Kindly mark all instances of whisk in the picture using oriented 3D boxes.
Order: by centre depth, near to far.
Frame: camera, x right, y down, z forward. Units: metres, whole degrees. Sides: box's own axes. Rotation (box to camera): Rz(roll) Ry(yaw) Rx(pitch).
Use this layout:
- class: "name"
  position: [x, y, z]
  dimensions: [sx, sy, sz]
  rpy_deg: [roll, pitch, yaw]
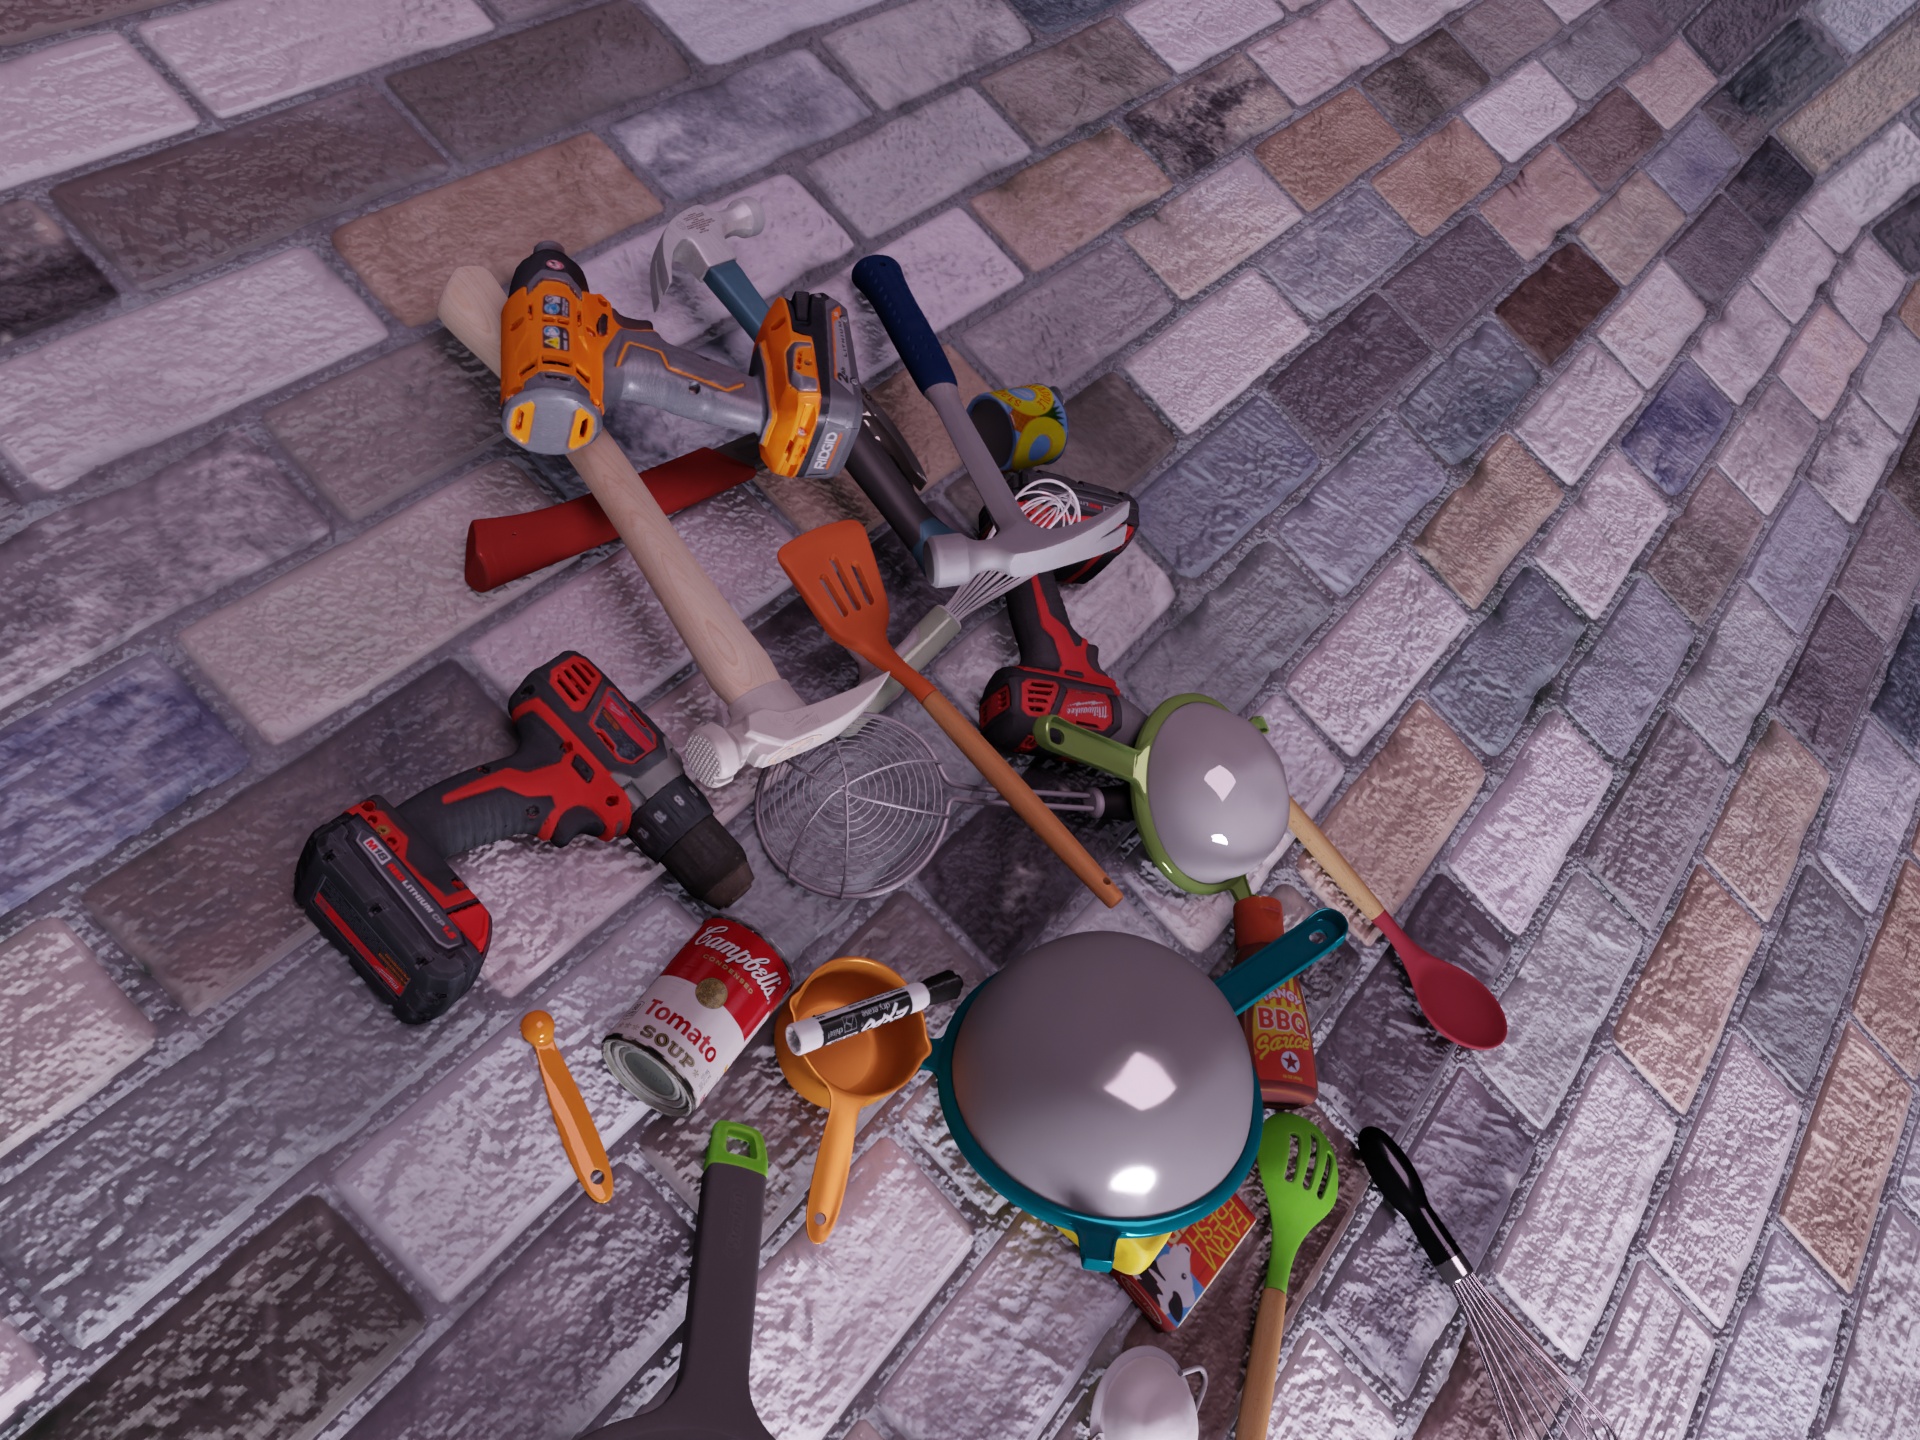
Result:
- class: "whisk"
  position: [0.363, 0.410, 1.106]
  dimensions: [0.070, 0.070, 0.285]
  rpy_deg: [-19, 70, -36]
- class: "whisk"
  position: [-0.003, -0.079, 1.121]
  dimensions: [0.246, 0.058, 0.059]
  rpy_deg: [-46, 117, -12]

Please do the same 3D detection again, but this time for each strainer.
- class: "strainer"
  position: [0.062, 0.439, 0.925]
  dimensions: [0.258, 0.050, 0.087]
  rpy_deg: [-15, 86, -32]
- class: "strainer"
  position: [0.144, 0.181, 1.023]
  dimensions: [0.340, 0.095, 0.211]
  rpy_deg: [-26, 53, -31]
- class: "strainer"
  position: [0.160, 0.036, 1.130]
  dimensions: [0.256, 0.069, 0.151]
  rpy_deg: [21, 69, -40]

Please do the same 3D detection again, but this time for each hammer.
- class: "hammer"
  position: [-0.212, -0.146, 1.046]
  dimensions: [0.146, 0.038, 0.411]
  rpy_deg: [-25, 72, -38]
- class: "hammer"
  position: [-0.186, -0.163, 1.122]
  dimensions: [0.359, 0.036, 0.149]
  rpy_deg: [-33, 83, -39]
- class: "hammer"
  position: [-0.005, -0.235, 1.168]
  dimensions: [0.144, 0.035, 0.406]
  rpy_deg: [-9, 44, -14]
- class: "hammer"
  position: [-0.109, -0.244, 1.171]
  dimensions: [0.128, 0.033, 0.331]
  rpy_deg: [-33, 83, -40]

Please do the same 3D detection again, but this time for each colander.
- class: "colander"
  position: [-0.144, 0.393, 0.812]
  dimensions: [0.204, 0.094, 0.398]
  rpy_deg: [21, 37, -18]

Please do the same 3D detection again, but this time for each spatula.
- class: "spatula"
  position: [-0.002, -0.003, 1.052]
  dimensions: [0.081, 0.041, 0.323]
  rpy_deg: [-29, 69, -42]

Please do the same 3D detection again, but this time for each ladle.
- class: "ladle"
  position: [0.310, 0.132, 1.248]
  dimensions: [0.315, 0.031, 0.069]
  rpy_deg: [50, 49, 6]

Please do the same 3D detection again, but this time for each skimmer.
- class: "skimmer"
  position: [0.031, 0.063, 1.124]
  dimensions: [0.363, 0.090, 0.127]
  rpy_deg: [5, 67, -39]

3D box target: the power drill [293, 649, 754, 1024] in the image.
- class: "power drill"
  position: [-0.244, 0.079, 0.930]
  dimensions: [0.188, 0.080, 0.227]
  rpy_deg: [48, 48, 1]

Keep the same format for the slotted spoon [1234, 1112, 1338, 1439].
- class: "slotted spoon"
  position: [0.202, 0.398, 1.036]
  dimensions: [0.070, 0.031, 0.314]
  rpy_deg: [29, 54, -13]

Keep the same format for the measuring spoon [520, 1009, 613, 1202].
- class: "measuring spoon"
  position: [-0.222, 0.217, 0.902]
  dimensions: [0.021, 0.011, 0.117]
  rpy_deg: [-15, 72, -35]

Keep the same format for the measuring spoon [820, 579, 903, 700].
- class: "measuring spoon"
  position: [-0.080, -0.067, 1.140]
  dimensions: [0.034, 0.018, 0.124]
  rpy_deg: [-32, 82, -38]

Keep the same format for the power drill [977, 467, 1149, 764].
- class: "power drill"
  position: [0.083, -0.070, 1.203]
  dimensions: [0.143, 0.078, 0.220]
  rpy_deg: [11, 62, -24]

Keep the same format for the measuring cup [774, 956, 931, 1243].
- class: "measuring cup"
  position: [-0.077, 0.230, 0.954]
  dimensions: [0.095, 0.052, 0.174]
  rpy_deg: [22, 57, -18]

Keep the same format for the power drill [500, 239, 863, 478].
- class: "power drill"
  position: [-0.188, -0.244, 1.055]
  dimensions: [0.226, 0.084, 0.164]
  rpy_deg: [3, 56, -22]
